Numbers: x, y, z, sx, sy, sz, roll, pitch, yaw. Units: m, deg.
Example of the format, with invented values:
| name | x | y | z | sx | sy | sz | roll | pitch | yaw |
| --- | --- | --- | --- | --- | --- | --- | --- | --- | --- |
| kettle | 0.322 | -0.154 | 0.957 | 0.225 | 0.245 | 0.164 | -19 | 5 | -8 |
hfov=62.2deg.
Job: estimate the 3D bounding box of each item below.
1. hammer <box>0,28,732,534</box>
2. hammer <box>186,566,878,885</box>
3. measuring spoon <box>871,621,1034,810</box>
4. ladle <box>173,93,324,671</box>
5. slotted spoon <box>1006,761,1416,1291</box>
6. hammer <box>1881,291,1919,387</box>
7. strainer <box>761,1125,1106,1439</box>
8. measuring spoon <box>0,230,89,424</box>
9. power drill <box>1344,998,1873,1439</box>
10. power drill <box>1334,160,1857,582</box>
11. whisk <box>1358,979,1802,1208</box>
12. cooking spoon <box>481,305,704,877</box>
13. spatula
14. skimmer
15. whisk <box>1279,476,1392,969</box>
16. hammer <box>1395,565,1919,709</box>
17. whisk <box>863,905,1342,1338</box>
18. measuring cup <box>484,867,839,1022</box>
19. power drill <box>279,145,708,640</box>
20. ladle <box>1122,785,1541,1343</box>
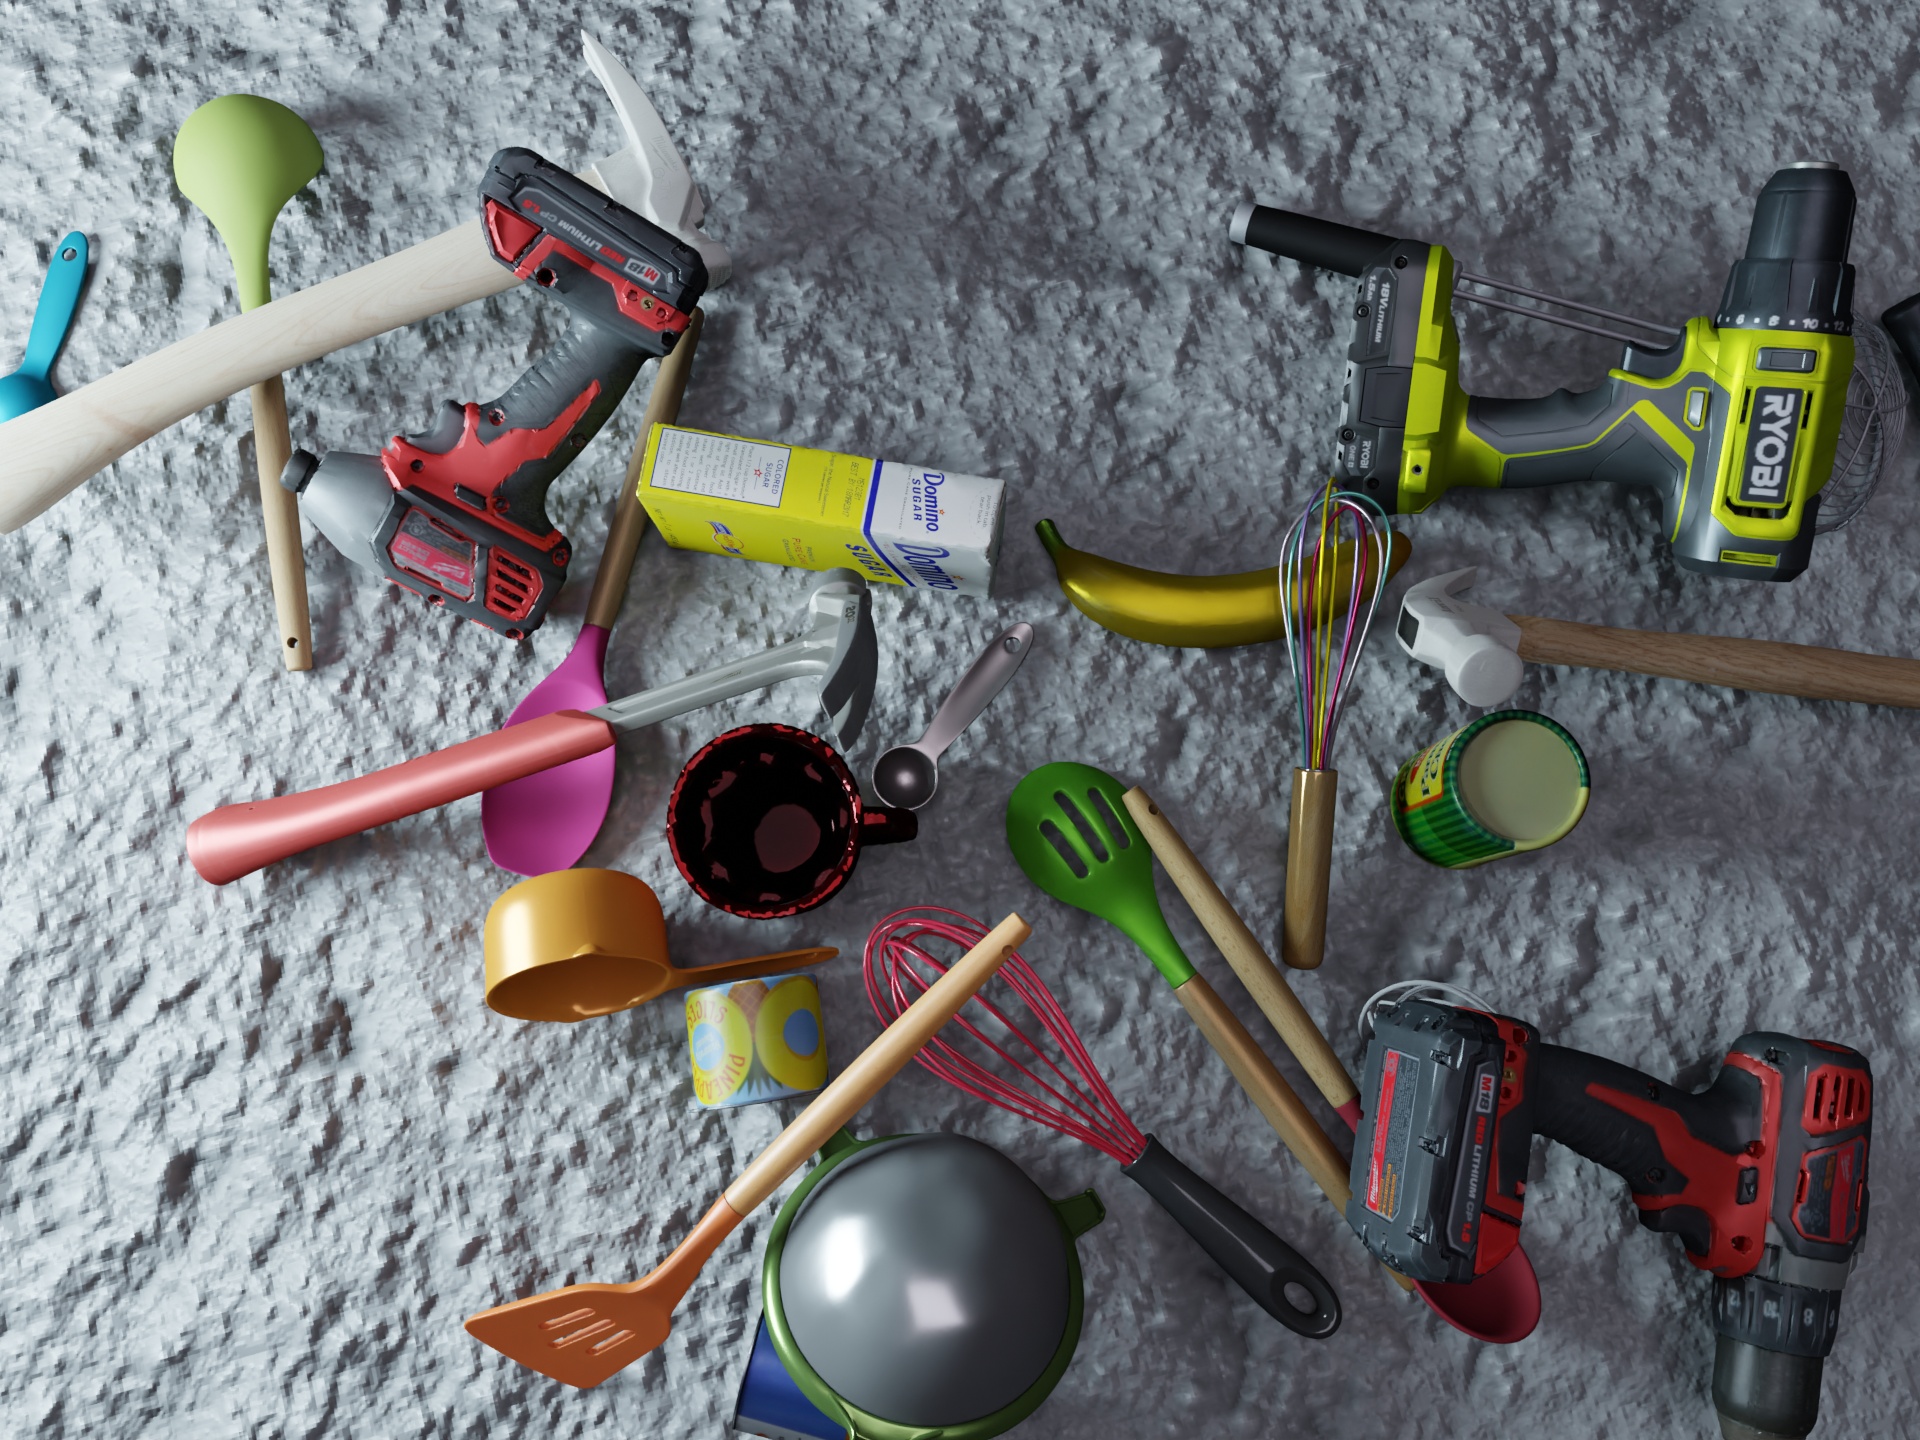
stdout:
| name | x | y | z | sx | sy | sz | roll | pitch | yaw |
| --- | --- | --- | --- | --- | --- | --- | --- | --- | --- |
| hammer | -0.333 | -0.215 | 0.821 | 0.410 | 0.038 | 0.146 | -28 | 92 | -11 |
| hammer | -0.211 | 0.018 | 0.764 | 0.359 | 0.149 | 0.036 | -18 | 116 | 9 |
| measuring spoon | -0.001 | -0.003 | 0.830 | 0.034 | 0.018 | 0.124 | 38 | 75 | 6 |
| ladle | -0.370 | -0.184 | 0.857 | 0.078 | 0.062 | 0.320 | -8 | 86 | -5 |
| slotted spoon | 0.130 | 0.149 | 0.793 | 0.070 | 0.031 | 0.314 | -35 | 83 | -13 |
| hammer | 0.557 | -0.039 | 0.797 | 0.149 | 0.036 | 0.409 | 1 | 69 | -37 |
| strainer | -0.026 | 0.278 | 0.683 | 0.151 | 0.069 | 0.257 | 16 | 45 | 4 |
| measuring spoon | -0.503 | -0.211 | 0.866 | 0.042 | 0.021 | 0.129 | 12 | 81 | 3 |
| power drill | 0.296 | 0.224 | 0.716 | 0.226 | 0.080 | 0.188 | 10 | 85 | -7 |
| power drill | 0.309 | -0.174 | 0.776 | 0.228 | 0.080 | 0.190 | 8 | 104 | 17 |
| whisk | 0.310 | 0.192 | 0.777 | 0.246 | 0.058 | 0.059 | 25 | 115 | 2 |
| cooking spoon | -0.184 | -0.073 | 0.840 | 0.069 | 0.017 | 0.319 | 13 | 80 | 8 |
| spatula | -0.089 | 0.200 | 0.735 | 0.322 | 0.041 | 0.081 | -44 | 122 | 2 |
| skimmer | 0.320 | -0.204 | 0.855 | 0.363 | 0.090 | 0.127 | 21 | 83 | 15 |
| whisk | 0.180 | 0.002 | 0.791 | 0.051 | 0.047 | 0.245 | 2 | 96 | -9 |
| hammer | 0.377 | -0.030 | 0.792 | 0.331 | 0.130 | 0.031 | 6 | 113 | -9 |
| whisk | 0.070 | 0.197 | 0.771 | 0.296 | 0.073 | 0.073 | 41 | 83 | 1 |
| measuring cup | -0.147 | 0.104 | 0.786 | 0.173 | 0.095 | 0.052 | -4 | 62 | -21 |
| power drill | -0.231 | -0.163 | 0.792 | 0.143 | 0.079 | 0.219 | 27 | 96 | -20 |
| ladle | 0.173 | 0.164 | 0.778 | 0.069 | 0.031 | 0.315 | -28 | 80 | -40 |
